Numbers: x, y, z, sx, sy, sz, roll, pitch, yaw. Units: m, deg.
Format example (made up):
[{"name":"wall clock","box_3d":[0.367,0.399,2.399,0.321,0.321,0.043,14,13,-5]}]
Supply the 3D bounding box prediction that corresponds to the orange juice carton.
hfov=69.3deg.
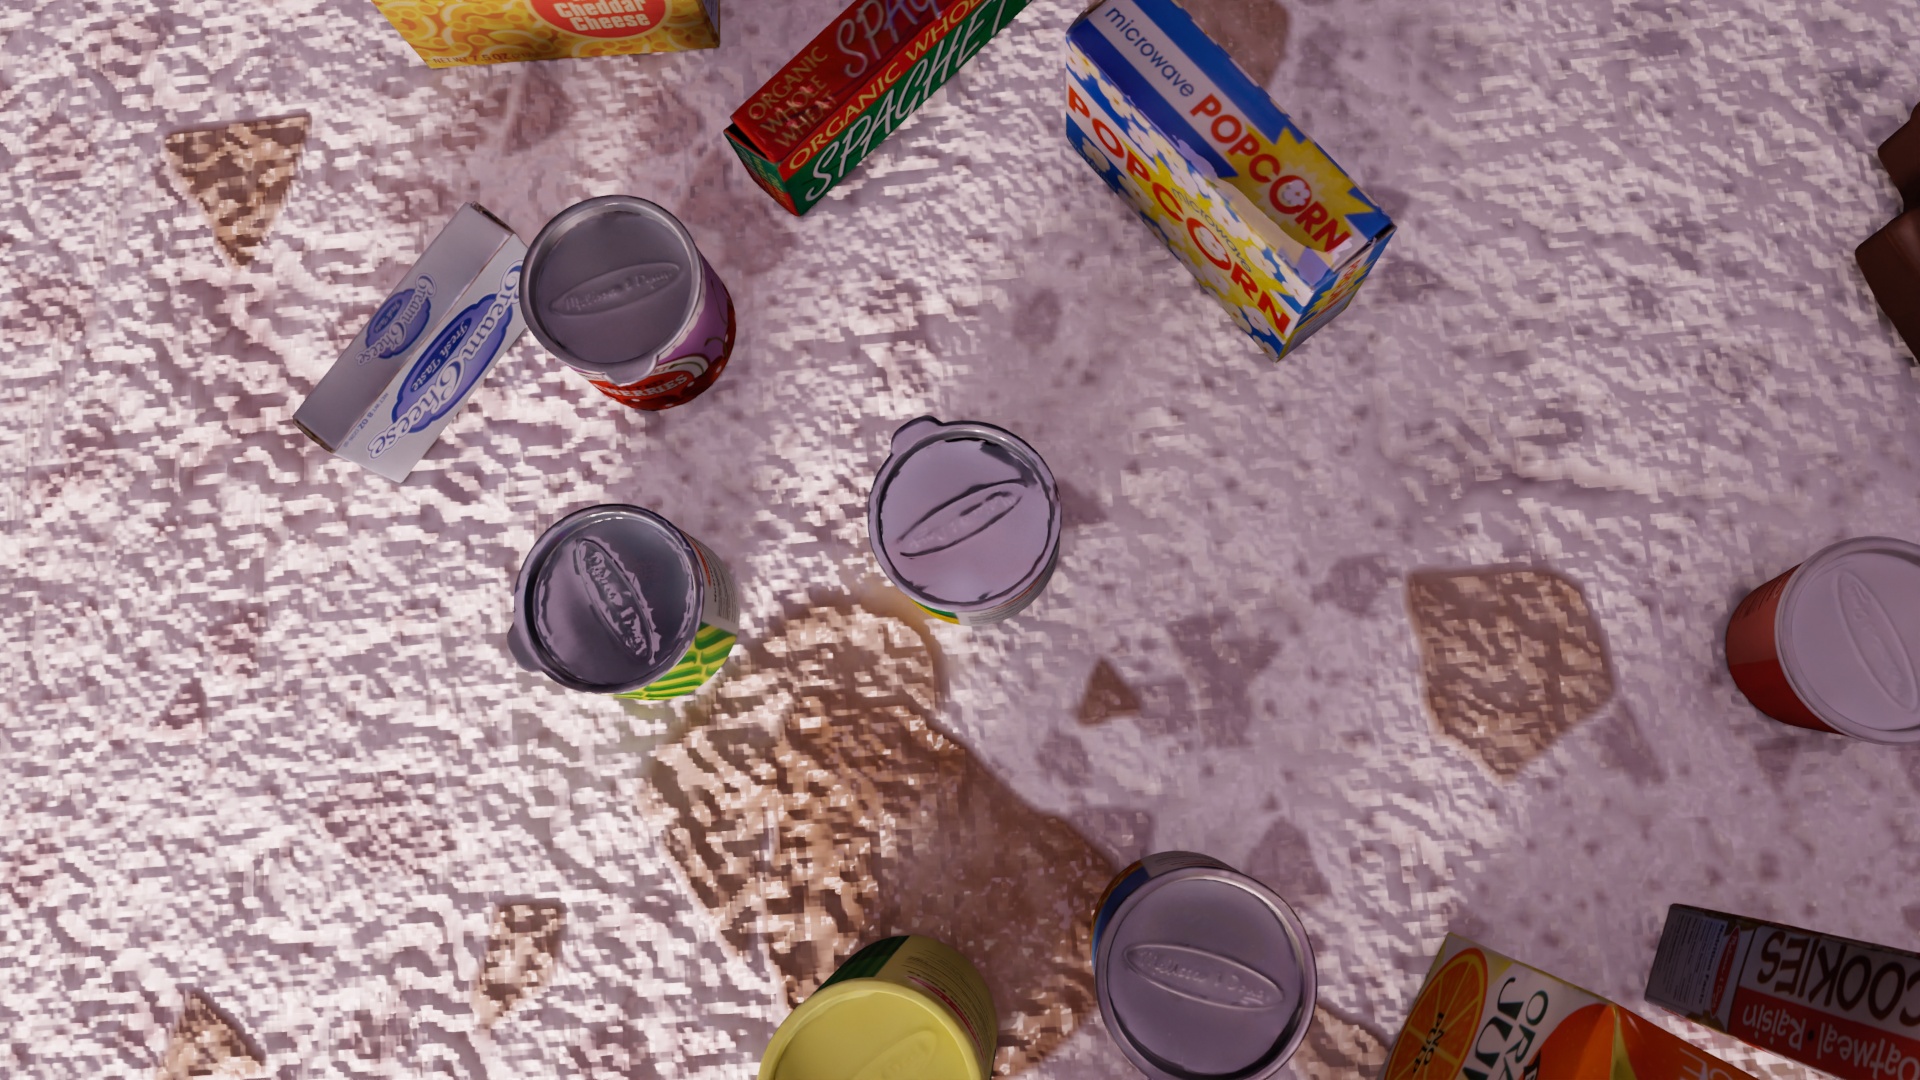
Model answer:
[{"name":"orange juice carton","box_3d":[0.178,0.169,0.387,0.072,0.192,0.073,28,84,8]}]

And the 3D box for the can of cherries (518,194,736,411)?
[{"name":"can of cherries","box_3d":[-0.122,-0.084,0.519,0.071,0.058,0.071,-1,80,4]}]

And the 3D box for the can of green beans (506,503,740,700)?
[{"name":"can of green beans","box_3d":[-0.118,0.024,0.500,0.071,0.057,0.071,-1,80,4]}]

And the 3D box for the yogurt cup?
[{"name":"yogurt cup","box_3d":[0.301,0.036,0.473,0.072,0.054,0.072,-1,80,4]}]

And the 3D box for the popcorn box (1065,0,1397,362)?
[{"name":"popcorn box","box_3d":[0.091,-0.131,0.499,0.038,0.085,0.127,-40,80,-3]}]

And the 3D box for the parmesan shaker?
[{"name":"parmesan shaker","box_3d":[-0.021,0.169,0.445,0.071,0.103,0.071,-1,81,4]}]

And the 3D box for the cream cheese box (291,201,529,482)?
[{"name":"cream cheese box","box_3d":[-0.199,-0.074,0.524,0.024,0.053,0.104,36,84,9]}]

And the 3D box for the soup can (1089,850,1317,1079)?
[{"name":"soup can","box_3d":[0.075,0.140,0.454,0.071,0.083,0.071,-1,80,4]}]

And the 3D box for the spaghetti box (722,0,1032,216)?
[{"name":"spaghetti box","box_3d":[0.012,-0.225,0.539,0.250,0.050,0.029,-44,81,-4]}]

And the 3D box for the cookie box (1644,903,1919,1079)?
[{"name":"cookie box","box_3d":[0.295,0.149,0.396,0.123,0.167,0.040,19,83,7]}]

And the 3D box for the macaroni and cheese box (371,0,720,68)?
[{"name":"macaroni and cheese box","box_3d":[-0.164,-0.228,0.492,0.124,0.166,0.040,-3,81,3]}]

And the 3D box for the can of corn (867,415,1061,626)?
[{"name":"can of corn","box_3d":[0.002,-0.006,0.497,0.071,0.058,0.071,-1,80,4]}]
